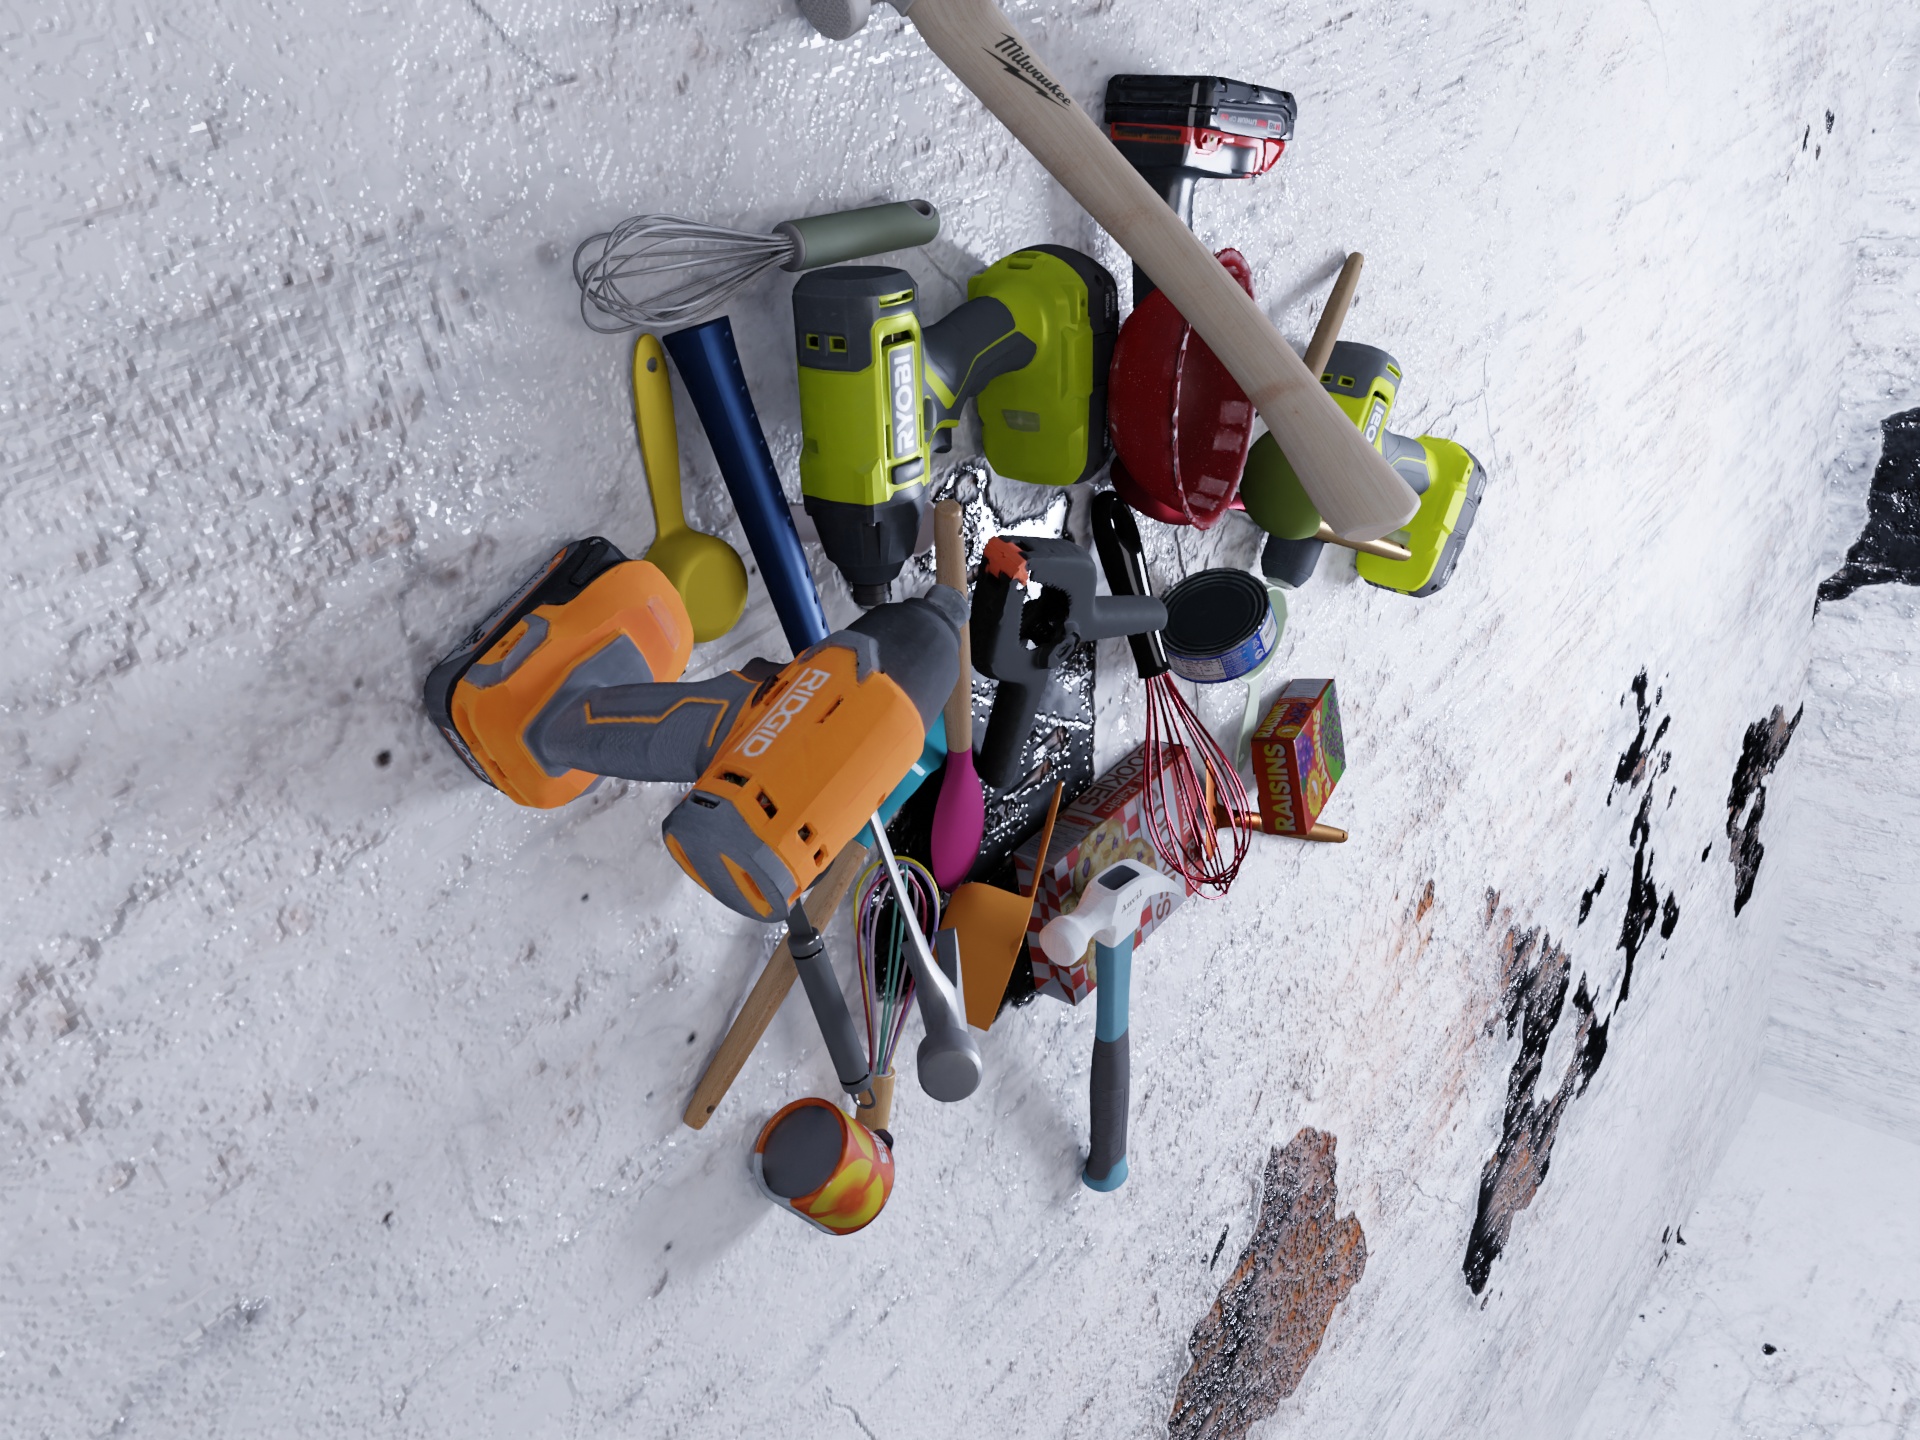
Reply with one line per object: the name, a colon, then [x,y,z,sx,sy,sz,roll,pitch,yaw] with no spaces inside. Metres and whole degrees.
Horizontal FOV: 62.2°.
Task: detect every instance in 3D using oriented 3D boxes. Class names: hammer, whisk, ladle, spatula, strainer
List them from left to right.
whisk: [-0.092,-0.233,0.789,0.246,0.058,0.059,-29,158,-45]
strainer: [-0.089,0.115,0.878,0.050,0.087,0.258,-75,151,-61]
spatula: [-0.080,0.091,0.928,0.317,0.044,0.082,-60,141,-10]
hammer: [-0.066,-0.007,0.826,0.035,0.144,0.405,-18,107,1]
whisk: [-0.052,0.197,0.989,0.047,0.051,0.245,2,107,-19]
hammer: [0.107,0.231,1.143,0.128,0.033,0.330,-36,140,-35]
hammer: [0.103,-0.262,0.833,0.410,0.038,0.146,47,64,-8]
whisk: [0.139,-0.015,1.089,0.073,0.073,0.295,-28,105,-42]
spatula: [0.261,0.085,1.321,0.322,0.041,0.081,12,77,-53]
ladle: [0.230,-0.148,1.147,0.315,0.031,0.069,9,54,-39]
ladle: [0.264,-0.248,1.148,0.078,0.062,0.320,78,31,-45]

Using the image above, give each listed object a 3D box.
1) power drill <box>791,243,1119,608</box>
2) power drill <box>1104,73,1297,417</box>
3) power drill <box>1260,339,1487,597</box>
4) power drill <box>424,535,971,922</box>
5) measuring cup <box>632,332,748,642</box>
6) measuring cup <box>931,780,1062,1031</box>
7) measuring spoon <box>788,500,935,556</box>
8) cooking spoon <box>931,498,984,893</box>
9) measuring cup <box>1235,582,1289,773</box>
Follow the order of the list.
power drill: [-0.002,-0.168,0.867,0.223,0.080,0.171,-31,127,-48]
power drill: [0.157,-0.294,1.040,0.188,0.080,0.226,-15,116,-47]
power drill: [0.329,-0.178,1.286,0.228,0.080,0.190,17,94,-49]
power drill: [-0.109,-0.013,0.690,0.164,0.227,0.084,-50,136,-27]
measuring cup: [-0.136,-0.111,0.782,0.062,0.029,0.156,-30,125,-41]
measuring cup: [0.021,0.110,1.022,0.095,0.052,0.174,104,4,-67]
measuring spoon: [-0.062,-0.110,0.889,0.124,0.018,0.034,-4,106,-43]
cooking spoon: [-0.001,-0.003,0.922,0.069,0.017,0.318,-57,157,-36]
measuring cup: [0.213,-0.033,1.232,0.083,0.038,0.167,-34,137,-40]
